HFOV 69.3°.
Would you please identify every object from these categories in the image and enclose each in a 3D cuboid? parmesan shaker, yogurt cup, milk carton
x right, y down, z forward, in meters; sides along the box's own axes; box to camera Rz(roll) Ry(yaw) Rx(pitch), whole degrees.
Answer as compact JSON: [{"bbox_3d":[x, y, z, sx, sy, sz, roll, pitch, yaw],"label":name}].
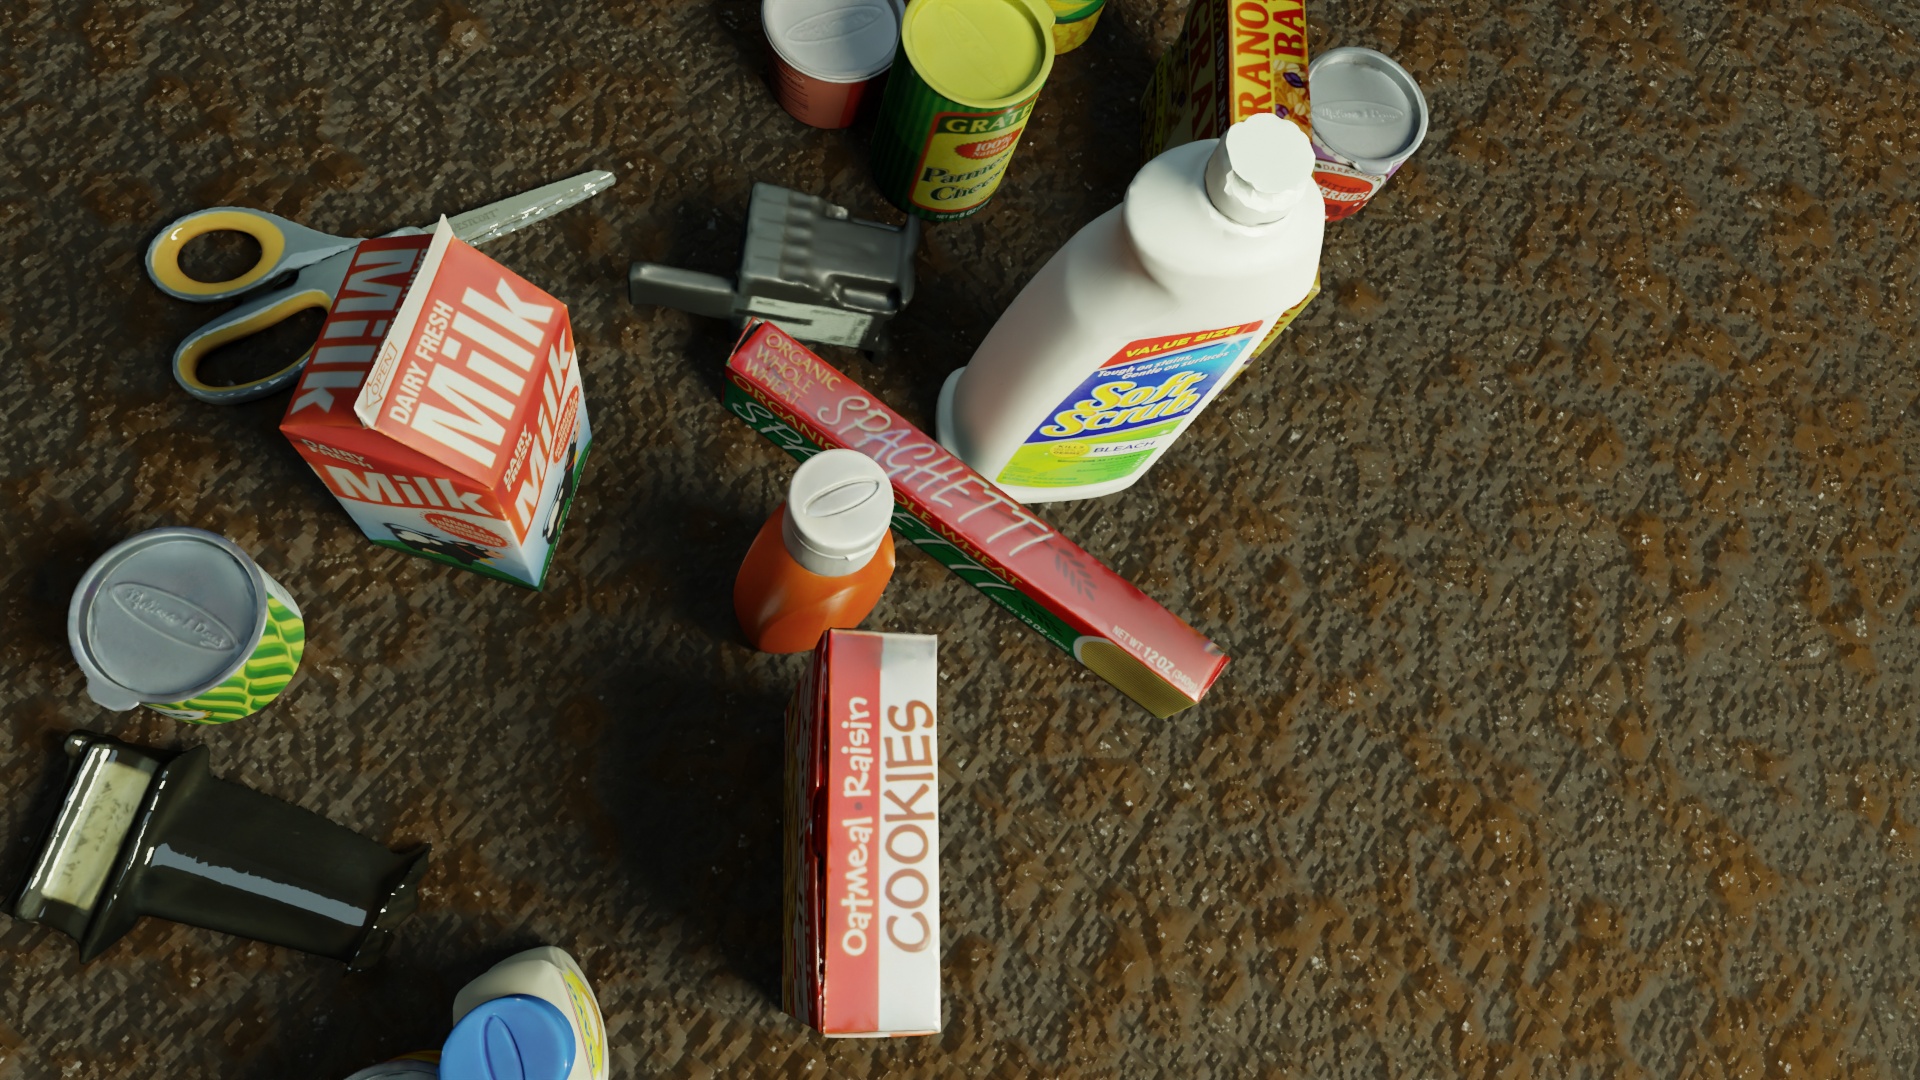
[{"bbox_3d":[0.000,-0.200,0.636,0.071,0.102,0.071,3,73,-11],"label":"parmesan shaker"},{"bbox_3d":[-0.062,-0.233,0.660,0.072,0.053,0.072,3,73,-11],"label":"yogurt cup"},{"bbox_3d":[-0.185,-0.044,0.505,0.073,0.190,0.072,17,71,-6],"label":"milk carton"}]

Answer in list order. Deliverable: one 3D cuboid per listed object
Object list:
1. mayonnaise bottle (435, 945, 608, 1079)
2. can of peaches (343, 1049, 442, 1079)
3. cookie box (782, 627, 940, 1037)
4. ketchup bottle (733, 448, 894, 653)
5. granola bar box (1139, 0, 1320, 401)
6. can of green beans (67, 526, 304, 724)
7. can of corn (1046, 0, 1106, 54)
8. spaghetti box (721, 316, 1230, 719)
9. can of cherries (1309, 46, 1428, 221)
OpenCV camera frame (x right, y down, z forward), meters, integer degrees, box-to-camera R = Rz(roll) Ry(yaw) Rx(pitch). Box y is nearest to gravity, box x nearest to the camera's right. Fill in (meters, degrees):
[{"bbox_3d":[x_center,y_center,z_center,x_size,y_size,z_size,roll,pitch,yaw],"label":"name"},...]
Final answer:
[{"bbox_3d":[-0.146,0.171,0.470,0.041,0.147,0.065,-18,78,-16],"label":"mayonnaise bottle"},{"bbox_3d":[-0.198,0.216,0.494,0.071,0.058,0.071,3,73,-11],"label":"can of peaches"},{"bbox_3d":[-0.041,0.109,0.500,0.040,0.167,0.123,2,73,-11],"label":"cookie box"},{"bbox_3d":[-0.053,0.006,0.539,0.065,0.148,0.043,-23,80,-17],"label":"ketchup bottle"},{"bbox_3d":[0.119,-0.164,0.639,0.039,0.124,0.166,5,73,-10],"label":"granola bar box"},{"bbox_3d":[-0.292,0.034,0.529,0.071,0.057,0.071,3,73,-11],"label":"can of green beans"},{"bbox_3d":[0.043,-0.287,0.695,0.071,0.058,0.071,3,73,-11],"label":"can of corn"},{"bbox_3d":[0.002,-0.008,0.607,0.250,0.050,0.029,36,70,1],"label":"spaghetti box"},{"bbox_3d":[0.191,-0.201,0.700,0.071,0.058,0.071,3,73,-11],"label":"can of cherries"}]
